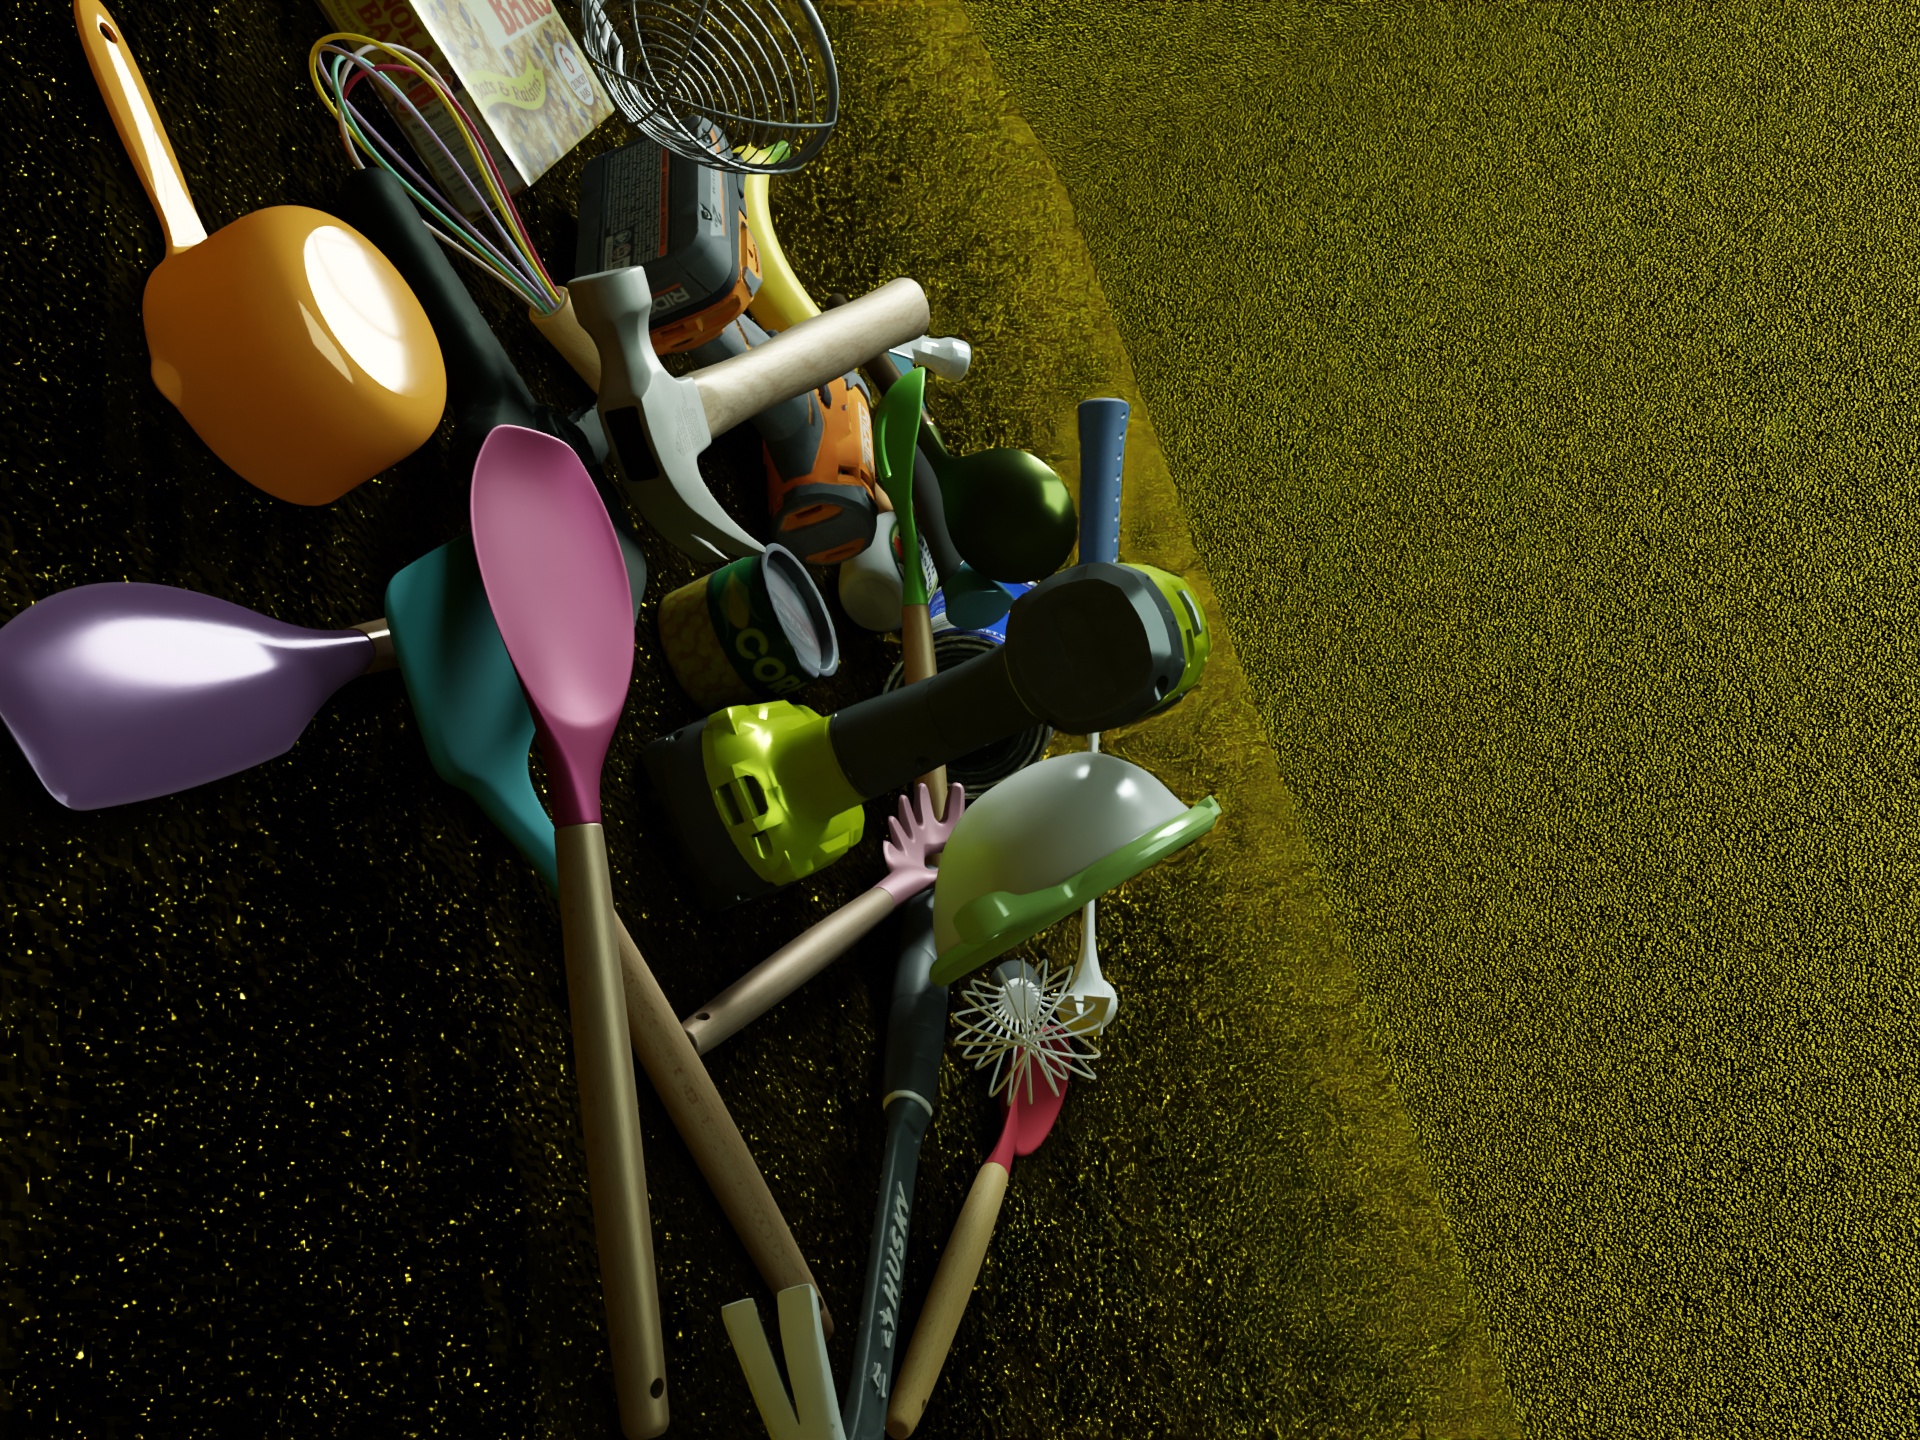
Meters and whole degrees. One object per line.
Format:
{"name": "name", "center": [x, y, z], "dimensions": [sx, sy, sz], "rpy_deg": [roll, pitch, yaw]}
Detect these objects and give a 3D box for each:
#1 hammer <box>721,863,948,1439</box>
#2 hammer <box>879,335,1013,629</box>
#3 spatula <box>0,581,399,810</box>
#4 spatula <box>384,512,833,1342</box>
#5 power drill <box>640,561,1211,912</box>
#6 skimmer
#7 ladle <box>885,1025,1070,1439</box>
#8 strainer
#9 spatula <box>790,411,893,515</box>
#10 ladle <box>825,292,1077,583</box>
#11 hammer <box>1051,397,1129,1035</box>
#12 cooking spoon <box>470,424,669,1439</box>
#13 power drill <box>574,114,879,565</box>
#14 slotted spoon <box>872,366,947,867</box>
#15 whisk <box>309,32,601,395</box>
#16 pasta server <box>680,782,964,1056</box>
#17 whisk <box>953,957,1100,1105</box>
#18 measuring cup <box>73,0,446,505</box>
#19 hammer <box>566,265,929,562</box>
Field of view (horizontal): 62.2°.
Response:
{"name": "hammer", "center": [-0.027, 0.173, 0.675], "dimensions": [0.409, 0.036, 0.149], "rpy_deg": [-84, 154, -66]}
{"name": "hammer", "center": [-0.023, -0.169, 1.014], "dimensions": [0.128, 0.033, 0.331], "rpy_deg": [11, 38, -25]}
{"name": "spatula", "center": [-0.183, -0.028, 0.518], "dimensions": [0.060, 0.018, 0.316], "rpy_deg": [60, 17, -1]}
{"name": "spatula", "center": [-0.110, 0.087, 0.550], "dimensions": [0.317, 0.044, 0.082], "rpy_deg": [65, 28, -13]}
{"name": "power drill", "center": [-0.001, -0.002, 0.682], "dimensions": [0.080, 0.228, 0.190], "rpy_deg": [67, 16, 2]}
{"name": "skimmer", "center": [-0.153, -0.364, 0.788], "dimensions": [0.127, 0.090, 0.364], "rpy_deg": [57, 2, -40]}
{"name": "ladle", "center": [0.012, 0.234, 0.764], "dimensions": [0.315, 0.031, 0.069], "rpy_deg": [-49, 139, -70]}
{"name": "strainer", "center": [0.025, 0.056, 0.686], "dimensions": [0.069, 0.151, 0.256], "rpy_deg": [60, 11, 10]}
{"name": "spatula", "center": [-0.060, -0.137, 1.062], "dimensions": [0.322, 0.041, 0.081], "rpy_deg": [45, 27, -44]}
{"name": "ladle", "center": [-0.018, -0.187, 0.964], "dimensions": [0.321, 0.062, 0.078], "rpy_deg": [-120, -151, -45]}
{"name": "hammer", "center": [0.085, -0.004, 1.011], "dimensions": [0.144, 0.035, 0.405], "rpy_deg": [37, 55, -81]}
{"name": "cooking spoon", "center": [-0.119, 0.059, 0.503], "dimensions": [0.068, 0.017, 0.319], "rpy_deg": [8, 71, -59]}
{"name": "power drill", "center": [-0.115, -0.210, 0.868], "dimensions": [0.226, 0.084, 0.164], "rpy_deg": [52, 26, -52]}
{"name": "slotted spoon", "center": [-0.023, -0.038, 0.883], "dimensions": [0.070, 0.031, 0.314], "rpy_deg": [174, -89, -81]}
{"name": "whisk", "center": [-0.188, -0.195, 0.688], "dimensions": [0.244, 0.047, 0.051], "rpy_deg": [52, 14, -52]}
{"name": "pasta server", "center": [-0.047, 0.084, 0.727], "dimensions": [0.316, 0.060, 0.040], "rpy_deg": [-28, 126, -67]}
{"name": "whisk", "center": [0.032, 0.147, 0.813], "dimensions": [0.284, 0.070, 0.070], "rpy_deg": [82, -14, -86]}
{"name": "measuring cup", "center": [-0.223, -0.157, 0.504], "dimensions": [0.173, 0.052, 0.095], "rpy_deg": [67, 16, -6]}
{"name": "hammer", "center": [-0.080, -0.170, 0.768], "dimensions": [0.331, 0.031, 0.130], "rpy_deg": [-51, 132, -61]}
